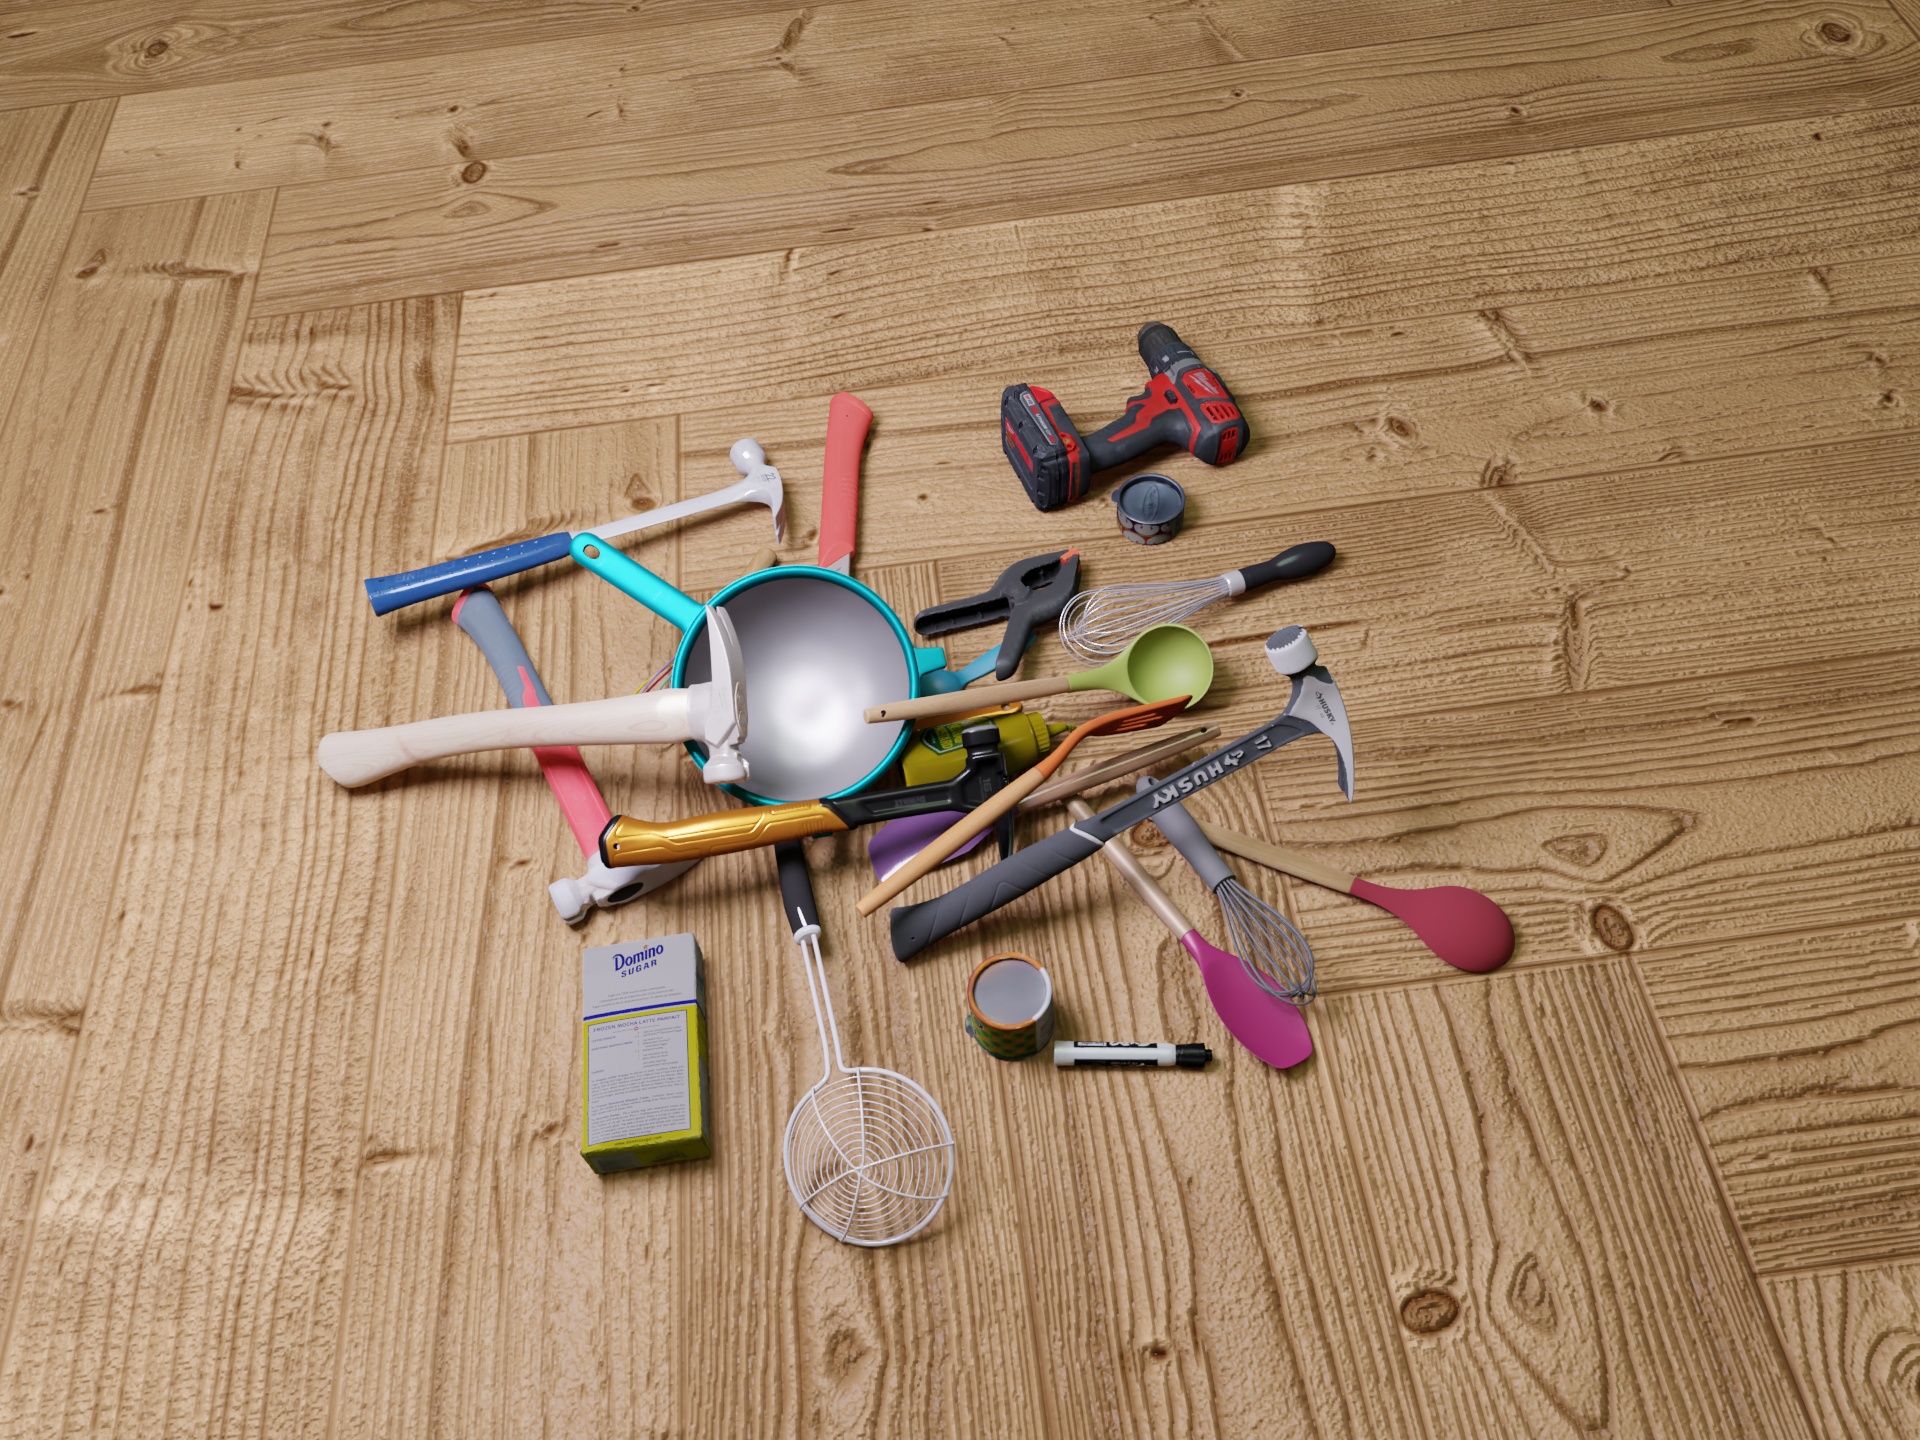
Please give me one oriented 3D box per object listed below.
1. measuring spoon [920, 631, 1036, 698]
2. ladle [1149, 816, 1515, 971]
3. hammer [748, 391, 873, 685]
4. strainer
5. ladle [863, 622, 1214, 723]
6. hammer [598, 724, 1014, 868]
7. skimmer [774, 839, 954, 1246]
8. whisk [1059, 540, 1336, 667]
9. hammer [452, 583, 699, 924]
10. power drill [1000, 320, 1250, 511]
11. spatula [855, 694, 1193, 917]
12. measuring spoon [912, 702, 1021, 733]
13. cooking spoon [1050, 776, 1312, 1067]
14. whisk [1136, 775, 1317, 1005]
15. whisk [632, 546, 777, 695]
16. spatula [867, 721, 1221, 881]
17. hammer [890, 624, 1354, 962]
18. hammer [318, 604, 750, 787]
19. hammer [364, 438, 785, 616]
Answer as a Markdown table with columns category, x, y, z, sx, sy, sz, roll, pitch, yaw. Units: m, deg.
| category | x | y | z | sx | sy | sz | roll | pitch | yaw |
| --- | --- | --- | --- | --- | --- | --- | --- | --- | --- |
| measuring spoon | 0.016 | -0.053 | 1.450 | 0.128 | 0.021 | 0.042 | -31 | 58 | -16 |
| ladle | 0.295 | 0.125 | 1.298 | 0.315 | 0.031 | 0.069 | 20 | 60 | 20 |
| hammer | -0.128 | -0.180 | 1.546 | 0.149 | 0.036 | 0.359 | -3 | 55 | 3 |
| strainer | -0.192 | -0.057 | 1.390 | 0.340 | 0.095 | 0.211 | 33 | 83 | 7 |
| ladle | 0.072 | -0.028 | 1.356 | 0.320 | 0.062 | 0.078 | -9 | 89 | -23 |
| hammer | -0.123 | 0.088 | 1.297 | 0.337 | 0.034 | 0.127 | -8 | 85 | -8 |
| skimmer | -0.099 | 0.231 | 1.254 | 0.127 | 0.090 | 0.364 | -25 | 44 | 6 |
| whisk | 0.221 | -0.115 | 1.460 | 0.284 | 0.070 | 0.070 | -18 | 55 | -14 |
| hammer | -0.359 | 0.004 | 1.434 | 0.143 | 0.038 | 0.387 | -26 | 56 | -14 |
| power drill | 0.155 | -0.313 | 1.593 | 0.226 | 0.080 | 0.188 | -17 | 55 | -11 |
| spatula | 0.051 | 0.065 | 1.283 | 0.322 | 0.081 | 0.041 | -36 | 82 | -17 |
| measuring spoon | -0.002 | -0.005 | 1.424 | 0.117 | 0.011 | 0.021 | -11 | 55 | -3 |
| cooking spoon | 0.169 | 0.156 | 1.289 | 0.068 | 0.017 | 0.319 | -17 | 52 | -32 |
| whisk | 0.208 | 0.132 | 1.276 | 0.055 | 0.055 | 0.239 | -26 | 55 | -13 |
| whisk | -0.237 | -0.076 | 1.479 | 0.047 | 0.051 | 0.245 | 14 | 54 | 21 |
| spatula | 0.071 | 0.061 | 1.348 | 0.316 | 0.018 | 0.060 | -20 | 56 | 0 |
| hammer | 0.121 | 0.084 | 1.255 | 0.409 | 0.149 | 0.036 | -30 | 22 | 9 |
| hammer | -0.372 | -0.002 | 1.359 | 0.410 | 0.038 | 0.146 | -6 | 87 | 18 |
| hammer | -0.361 | -0.172 | 1.526 | 0.405 | 0.035 | 0.144 | -19 | 46 | -15 |
